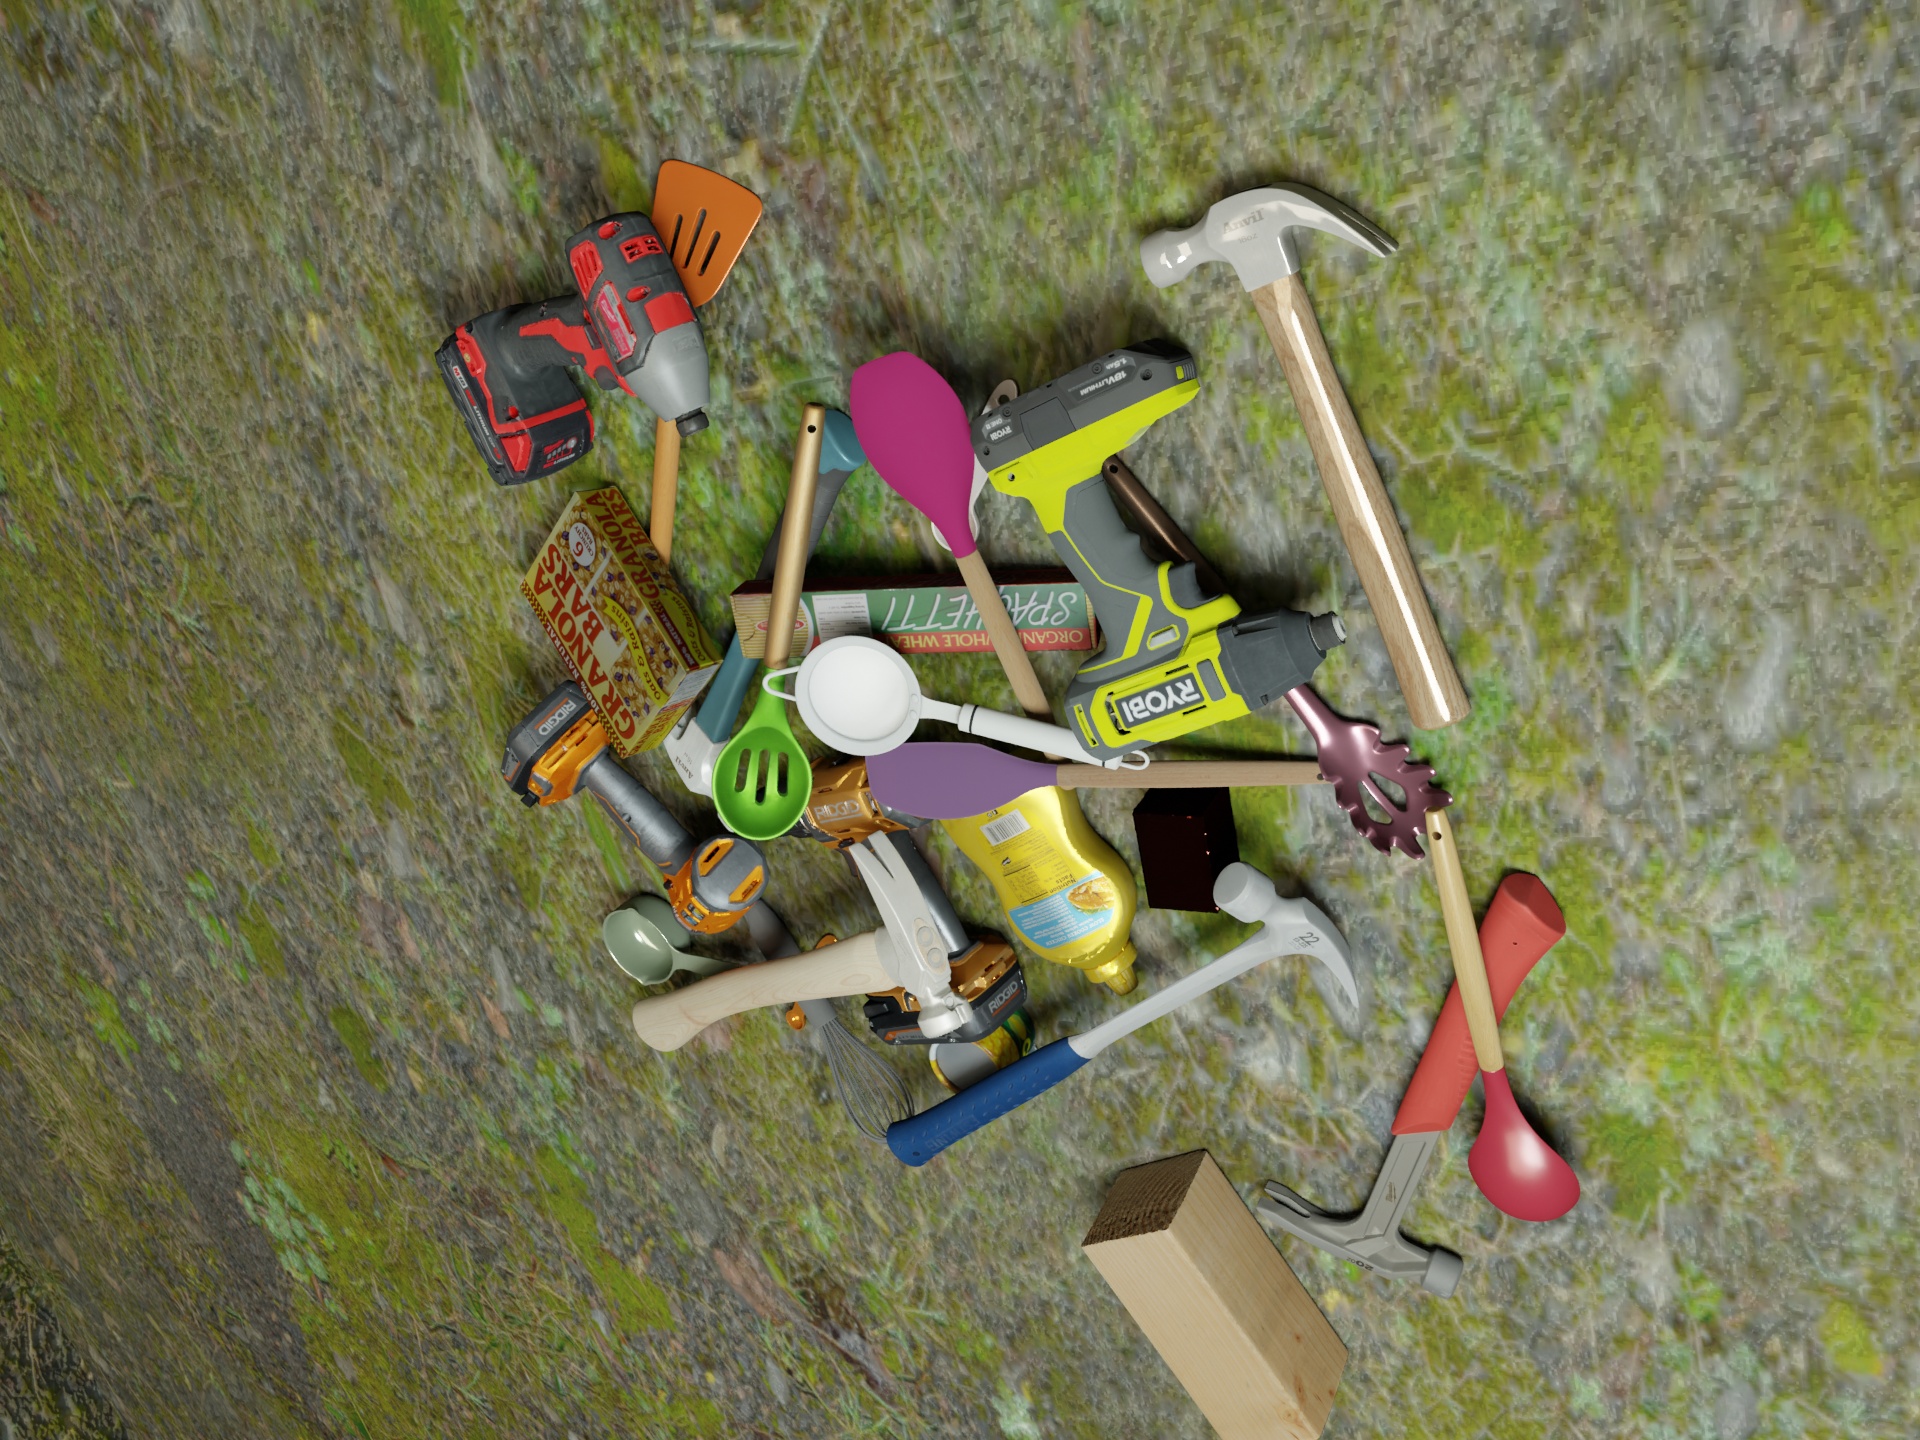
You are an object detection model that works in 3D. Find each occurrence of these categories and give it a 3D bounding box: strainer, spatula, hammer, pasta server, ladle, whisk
[{"bbox_3d":[-0.002,-0.003,1.044,0.258,0.050,0.086,14,118,13],"label":"strainer"},{"bbox_3d":[-0.197,-0.223,1.116,0.081,0.041,0.322,27,131,15],"label":"spatula"},{"bbox_3d":[-0.153,0.197,1.245,0.410,0.038,0.146,-23,92,47],"label":"hammer"},{"bbox_3d":[0.187,-0.044,0.981,0.060,0.040,0.316,-40,91,-2],"label":"pasta server"},{"bbox_3d":[0.098,0.231,1.130,0.144,0.035,0.405,34,128,-27],"label":"hammer"},{"bbox_3d":[-0.142,-0.075,1.144,0.128,0.033,0.330,47,128,24],"label":"hammer"},{"bbox_3d":[0.090,0.038,1.049,0.316,0.018,0.059,-2,116,15],"label":"spatula"},{"bbox_3d":[0.329,0.194,0.996,0.069,0.031,0.315,-6,113,34],"label":"ladle"},{"bbox_3d":[0.223,-0.144,0.906,0.130,0.031,0.331,-14,109,36],"label":"hammer"},{"bbox_3d":[0.314,0.245,1.076,0.149,0.037,0.358,22,126,18],"label":"hammer"},{"bbox_3d":[-0.111,0.247,1.304,0.055,0.055,0.239,-40,81,40],"label":"whisk"}]

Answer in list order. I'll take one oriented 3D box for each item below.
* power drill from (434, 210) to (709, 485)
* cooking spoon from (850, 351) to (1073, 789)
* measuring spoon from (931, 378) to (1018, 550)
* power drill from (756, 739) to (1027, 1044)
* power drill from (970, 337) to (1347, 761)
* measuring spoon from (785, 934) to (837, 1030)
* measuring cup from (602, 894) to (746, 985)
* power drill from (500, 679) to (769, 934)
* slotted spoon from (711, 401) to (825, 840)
[{"bbox_3d":[-0.253,-0.238,1.075,0.220,0.078,0.143,-13,106,46],"label":"power drill"},{"bbox_3d":[0.014,-0.085,1.009,0.069,0.017,0.318,-17,117,17],"label":"cooking spoon"},{"bbox_3d":[0.014,-0.166,1.031,0.034,0.018,0.124,31,121,14],"label":"measuring spoon"},{"bbox_3d":[-0.064,0.131,1.206,0.185,0.084,0.226,-13,106,43],"label":"power drill"},{"bbox_3d":[0.114,-0.103,0.940,0.171,0.080,0.223,-21,97,28],"label":"power drill"},{"bbox_3d":[-0.122,0.219,1.337,0.021,0.011,0.116,37,126,17],"label":"measuring spoon"},{"bbox_3d":[-0.230,0.196,1.368,0.168,0.038,0.083,11,122,23],"label":"measuring cup"},{"bbox_3d":[-0.262,0.085,1.284,0.226,0.084,0.164,42,153,-1],"label":"power drill"},{"bbox_3d":[-0.118,-0.060,1.060,0.070,0.031,0.313,7,117,-8],"label":"slotted spoon"}]
